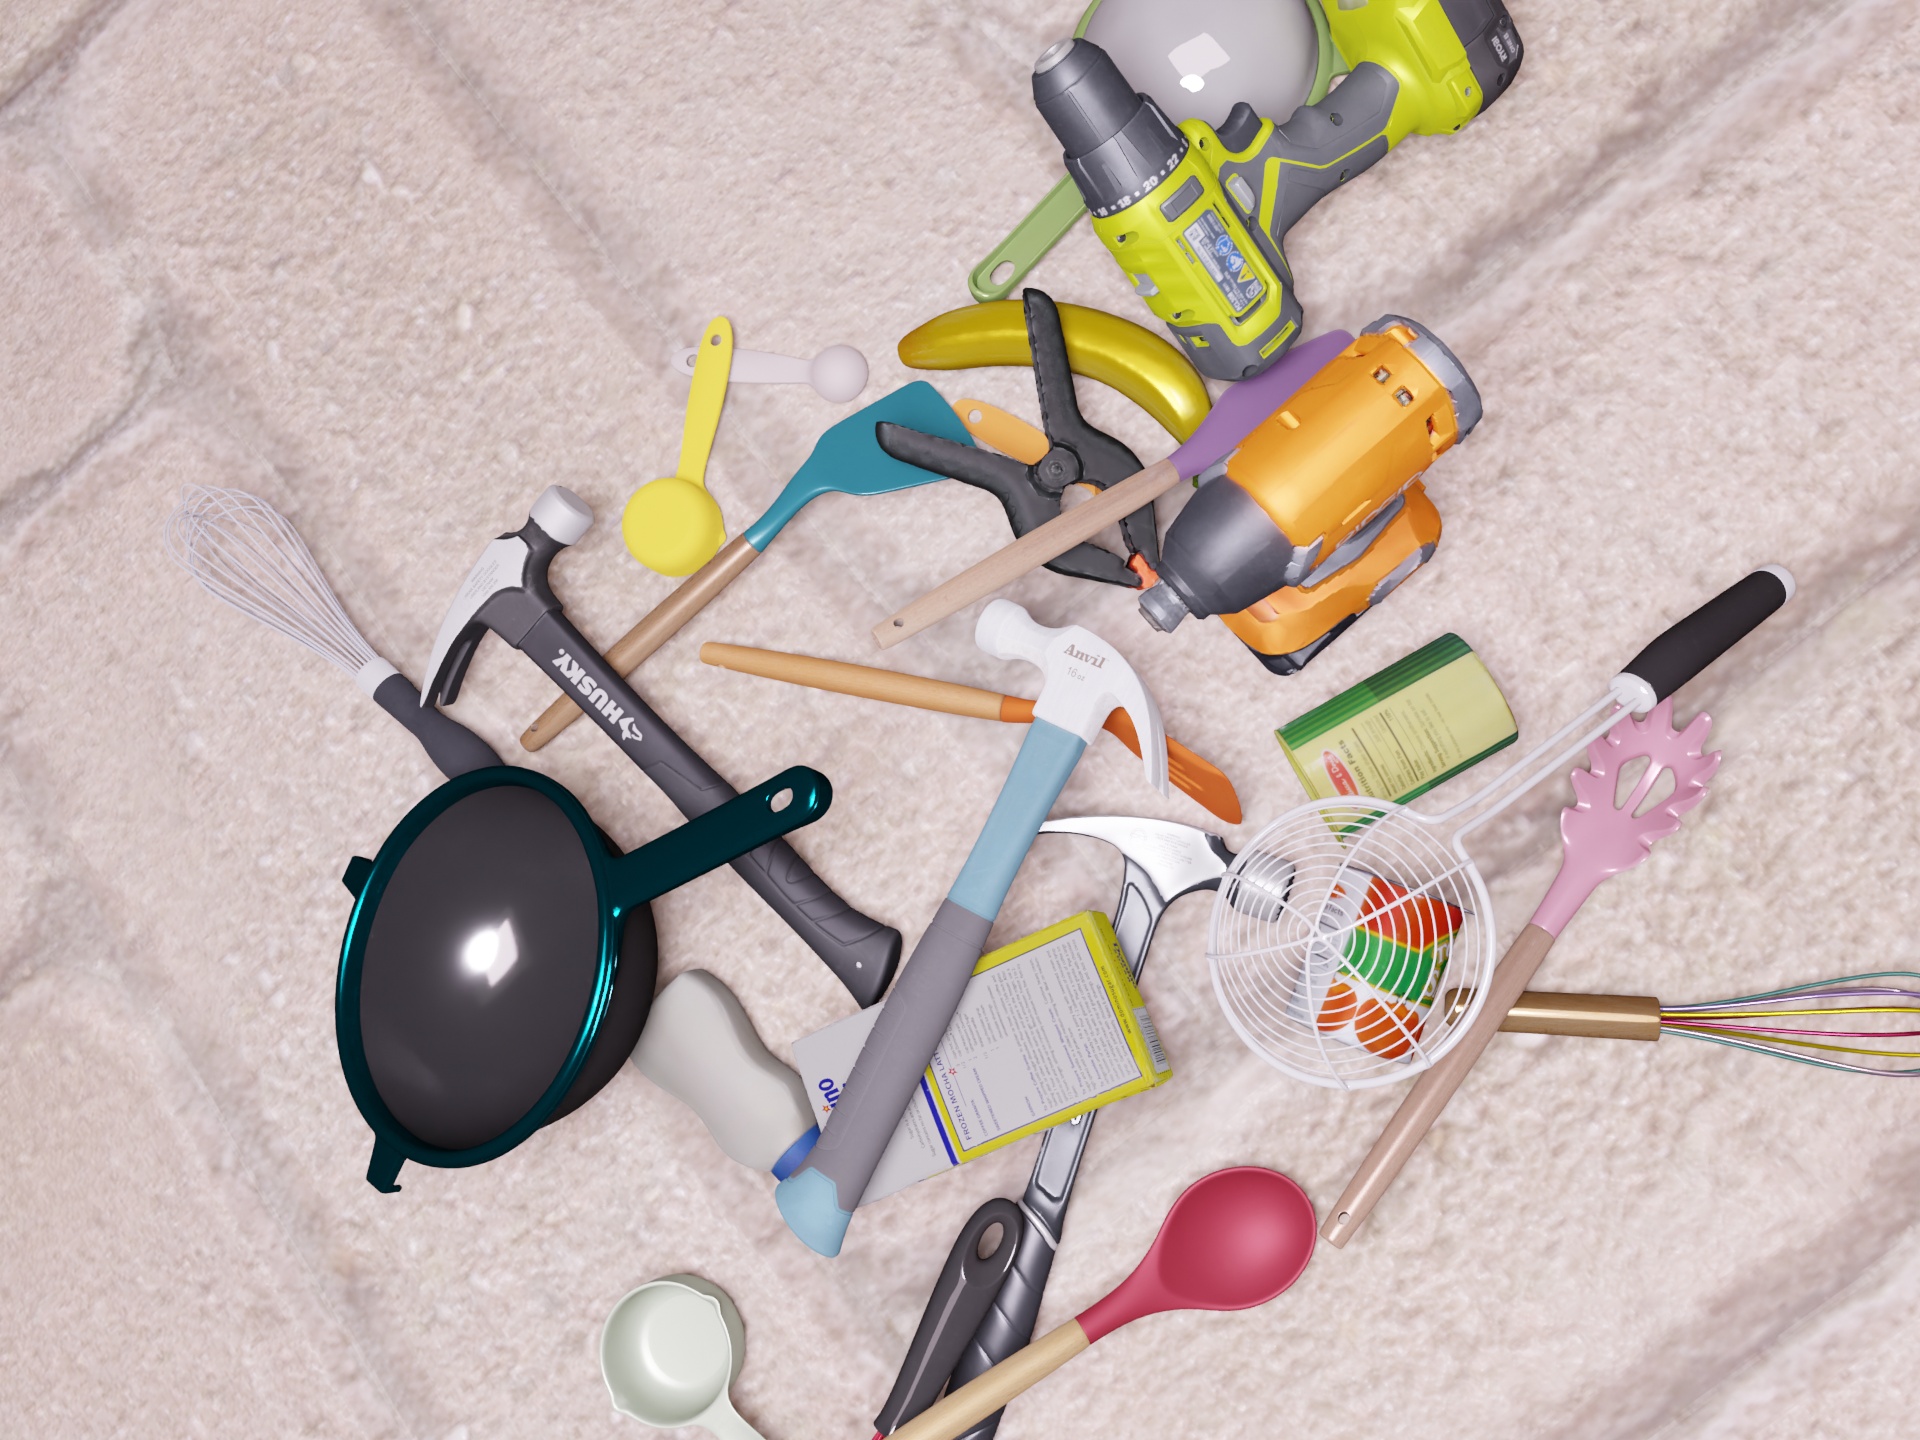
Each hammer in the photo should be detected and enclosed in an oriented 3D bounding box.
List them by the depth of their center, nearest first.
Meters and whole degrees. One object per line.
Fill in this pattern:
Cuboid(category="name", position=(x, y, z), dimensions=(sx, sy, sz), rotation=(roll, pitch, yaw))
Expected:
Cuboid(category="hammer", position=(-0.003, 0.106, 0.791), dimensions=(0.128, 0.033, 0.331), rotation=(25, 85, 28))
Cuboid(category="hammer", position=(0.042, 0.244, 0.838), dimensions=(0.149, 0.036, 0.409), rotation=(18, 88, 15))
Cuboid(category="hammer", position=(-0.160, 0.034, 0.890), dimensions=(0.335, 0.035, 0.146), rotation=(45, 102, 7))

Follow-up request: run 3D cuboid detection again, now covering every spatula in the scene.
Cuboid(category="spatula", position=(0.092, -0.118, 0.837), dimensions=(0.316, 0.018, 0.060), rotation=(-30, 78, -11))
Cuboid(category="spatula", position=(-0.001, -0.003, 0.871), dimensions=(0.323, 0.081, 0.041), rotation=(11, 72, 18))
Cuboid(category="spatula", position=(-0.131, -0.080, 0.914), dimensions=(0.317, 0.044, 0.082), rotation=(-39, 57, 11))

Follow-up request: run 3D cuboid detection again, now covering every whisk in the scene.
Cuboid(category="whisk", position=(0.364, 0.144, 0.776), dimensions=(0.245, 0.047, 0.051), rotation=(1, 85, 16))
Cuboid(category="whisk", position=(-0.042, 0.376, 0.798), dimensions=(0.073, 0.073, 0.296), rotation=(26, 84, 14))
Cuboid(category="whisk", position=(-0.371, -0.046, 0.954), dimensions=(0.285, 0.070, 0.070), rotation=(40, 93, 9))

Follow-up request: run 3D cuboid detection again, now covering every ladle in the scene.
Cuboid(category="ladle", position=(0.039, 0.317, 0.785), dimensions=(0.315, 0.031, 0.069), rotation=(-28, 82, -14))

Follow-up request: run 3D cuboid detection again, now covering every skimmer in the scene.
Cuboid(category="skimmer", position=(0.270, 0.034, 0.751), dimensions=(0.363, 0.090, 0.127), rotation=(-31, 56, -25))

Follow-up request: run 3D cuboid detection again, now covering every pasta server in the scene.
Cuboid(category="pasta server", position=(0.270, 0.123, 0.779), dimensions=(0.060, 0.040, 0.316), rotation=(33, 81, 30))

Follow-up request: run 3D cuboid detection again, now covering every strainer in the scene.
Cuboid(category="strainer", position=(-0.185, 0.110, 0.845), dimensions=(0.340, 0.095, 0.211), rotation=(-27, 62, 23))
Cuboid(category="strainer", position=(0.092, -0.337, 0.879), dimensions=(0.151, 0.069, 0.256), rotation=(44, 92, 13))

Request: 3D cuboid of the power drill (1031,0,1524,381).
Cuboid(category="power drill", position=(0.158, -0.315, 0.811), dimensions=(0.228, 0.080, 0.190), rotation=(-45, 117, -4))

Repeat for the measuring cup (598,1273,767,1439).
Cuboid(category="measuring cup", position=(-0.122, 0.371, 0.857), dimensions=(0.168, 0.038, 0.083), rotation=(43, 93, 11))

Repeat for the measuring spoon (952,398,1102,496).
Cuboid(category="measuring spoon", position=(0.045, -0.152, 0.900), dimensions=(0.117, 0.011, 0.021), rotation=(31, 98, 17))

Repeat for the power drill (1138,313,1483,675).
Cuboid(category="power drill", position=(0.158, -0.088, 0.753), dimensions=(0.164, 0.226, 0.084), rotation=(-41, 77, 5))

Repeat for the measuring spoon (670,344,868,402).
Cuboid(category="measuring spoon", position=(-0.115, -0.209, 0.935), dimensions=(0.124, 0.018, 0.034), rotation=(7, 85, 14))

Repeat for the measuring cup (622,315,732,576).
Cuboid(category="measuring cup", position=(-0.160, -0.162, 0.928), dimensions=(0.062, 0.029, 0.156), rotation=(12, 91, 14))
